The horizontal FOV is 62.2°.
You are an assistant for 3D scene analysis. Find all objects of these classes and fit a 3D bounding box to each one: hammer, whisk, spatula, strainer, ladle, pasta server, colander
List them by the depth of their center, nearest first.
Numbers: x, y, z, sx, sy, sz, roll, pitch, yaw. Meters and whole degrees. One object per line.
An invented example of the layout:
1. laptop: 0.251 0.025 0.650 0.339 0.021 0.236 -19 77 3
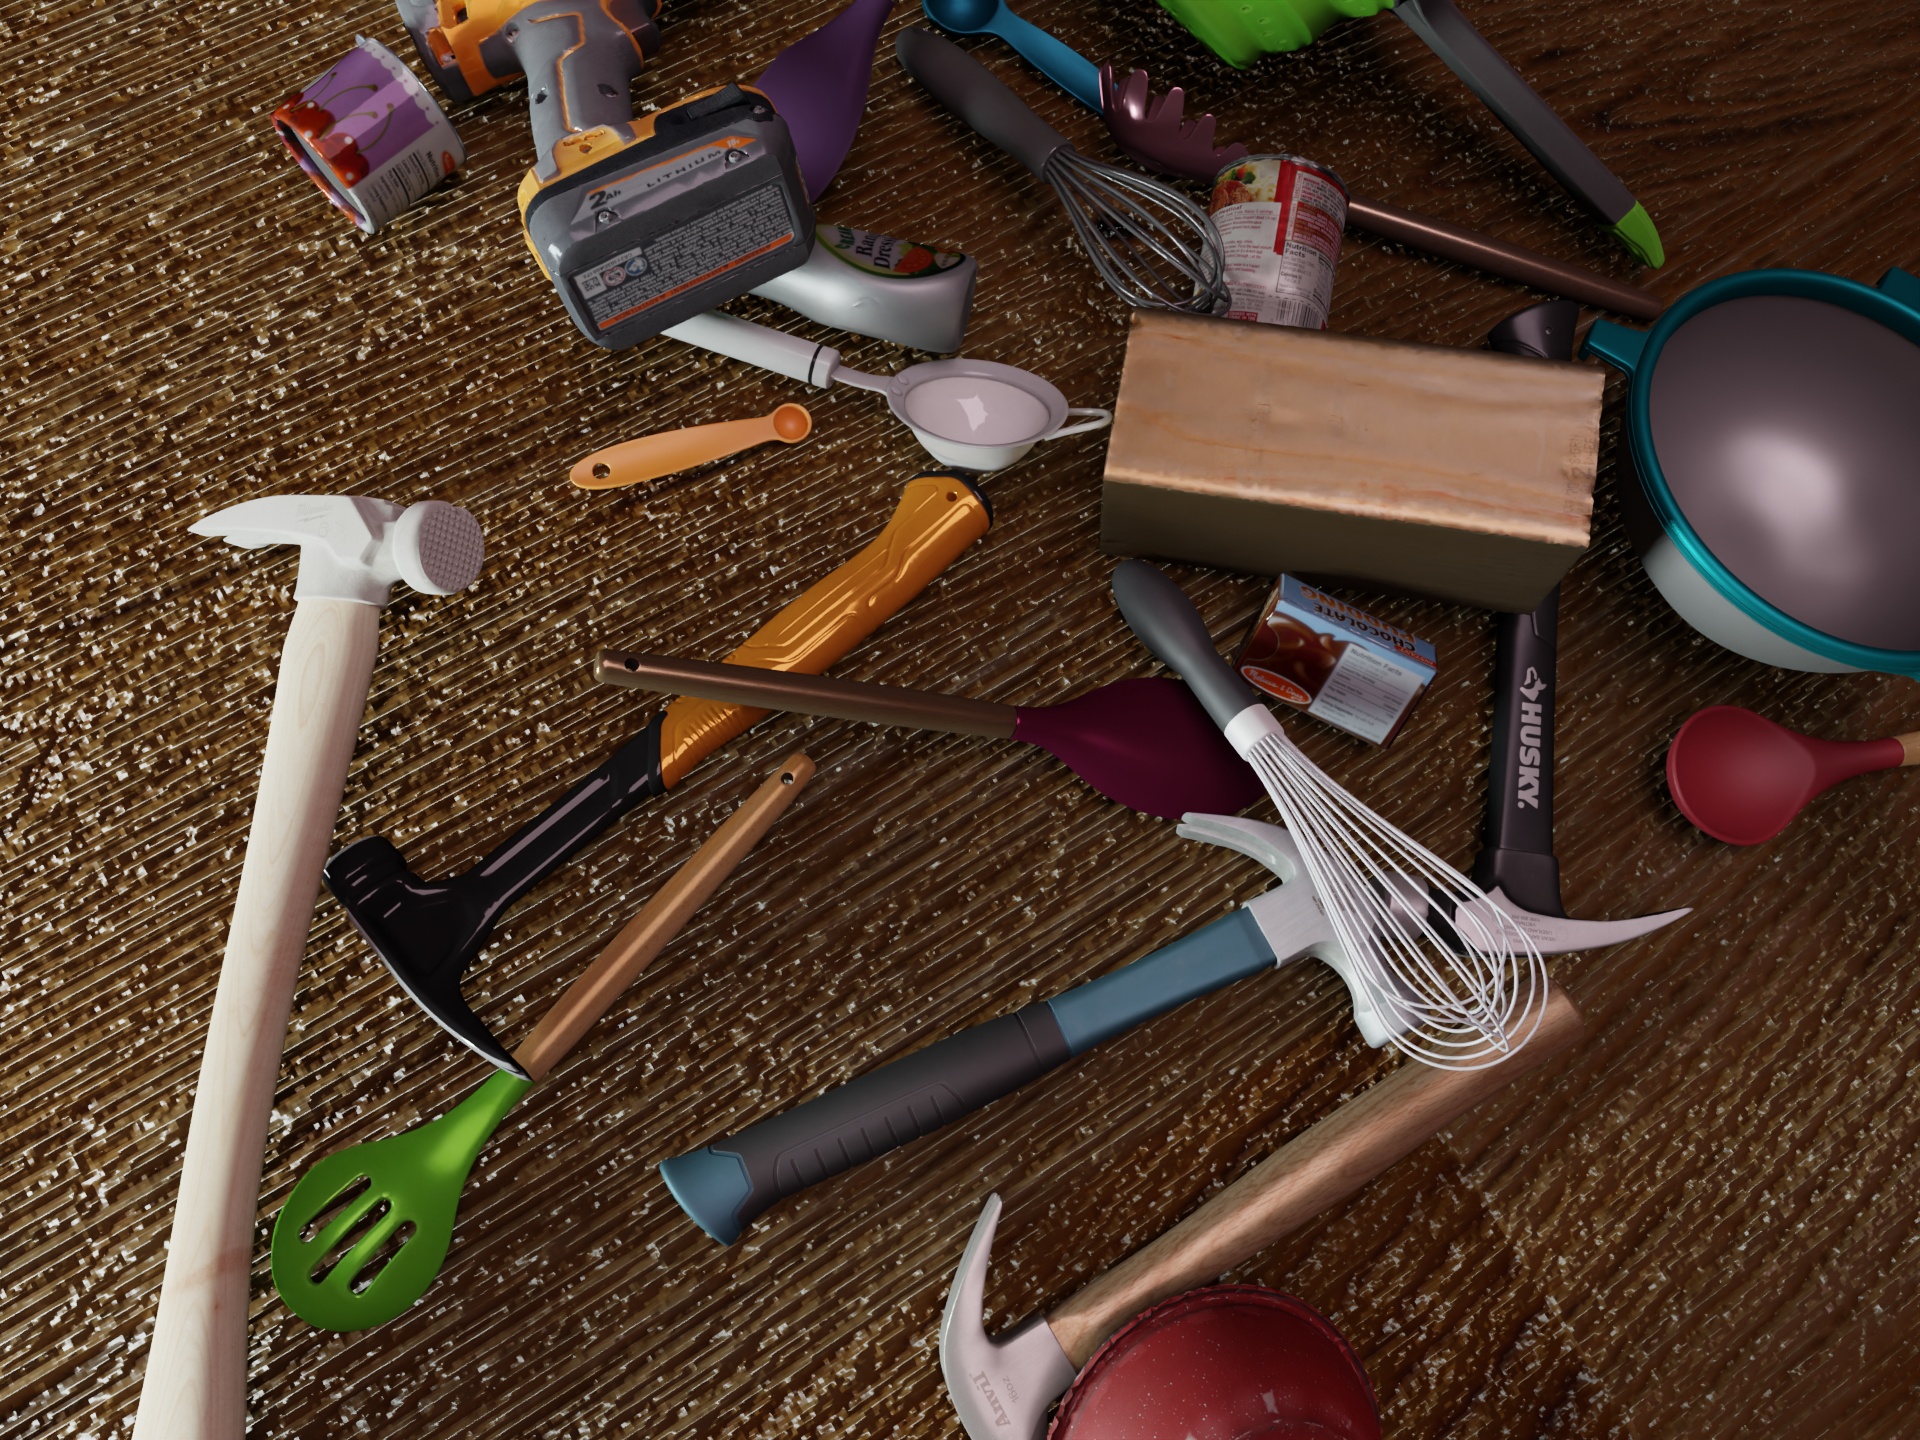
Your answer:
1. hammer: -0.294 0.108 0.653 0.146 0.038 0.411 5 82 28
2. hammer: 0.031 0.142 0.695 0.331 0.033 0.128 -23 72 -9
3. whisk: 0.147 0.030 0.697 0.070 0.070 0.285 -28 61 -12
4. hammer: 0.138 0.209 0.702 0.331 0.031 0.130 -30 83 -13
5. hammer: -0.109 0.004 0.706 0.337 0.034 0.127 -41 70 -15
6. spatula: -0.018 -0.355 0.732 0.060 0.018 0.316 43 110 4
7. strainer: 0.417 -0.046 0.747 0.211 0.095 0.341 -13 72 -15
8. strainer: -0.057 -0.164 0.756 0.258 0.050 0.087 19 39 4
9. whisk: 0.044 -0.267 0.765 0.055 0.055 0.239 -37 66 -13
10. hammer: 0.282 -0.050 0.775 0.146 0.035 0.335 8 77 -4
11. ladle: 0.487 0.010 0.791 0.315 0.031 0.069 -8 81 -11
12. colander: 0.192 -0.340 0.796 0.397 0.205 0.094 40 110 -13
13. pasta server: 0.215 -0.264 0.811 0.316 0.060 0.040 16 107 -6

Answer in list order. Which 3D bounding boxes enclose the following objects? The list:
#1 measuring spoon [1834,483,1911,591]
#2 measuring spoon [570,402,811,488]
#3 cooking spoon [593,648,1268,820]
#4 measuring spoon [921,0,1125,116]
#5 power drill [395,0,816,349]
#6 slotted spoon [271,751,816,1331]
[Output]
1. measuring spoon: 0.478 -0.118 0.826 0.034 0.018 0.124 14 69 19
2. measuring spoon: -0.127 -0.128 0.756 0.117 0.011 0.021 -15 80 -6
3. cooking spoon: -0.001 -0.002 0.705 0.318 0.017 0.069 8 73 -19
4. measuring spoon: 0.035 -0.345 0.822 0.128 0.021 0.042 32 79 -9
5. power drill: -0.141 -0.297 0.727 0.185 0.084 0.226 -27 64 -4
6. slotted spoon: -0.172 0.129 0.685 0.070 0.031 0.314 41 75 5
